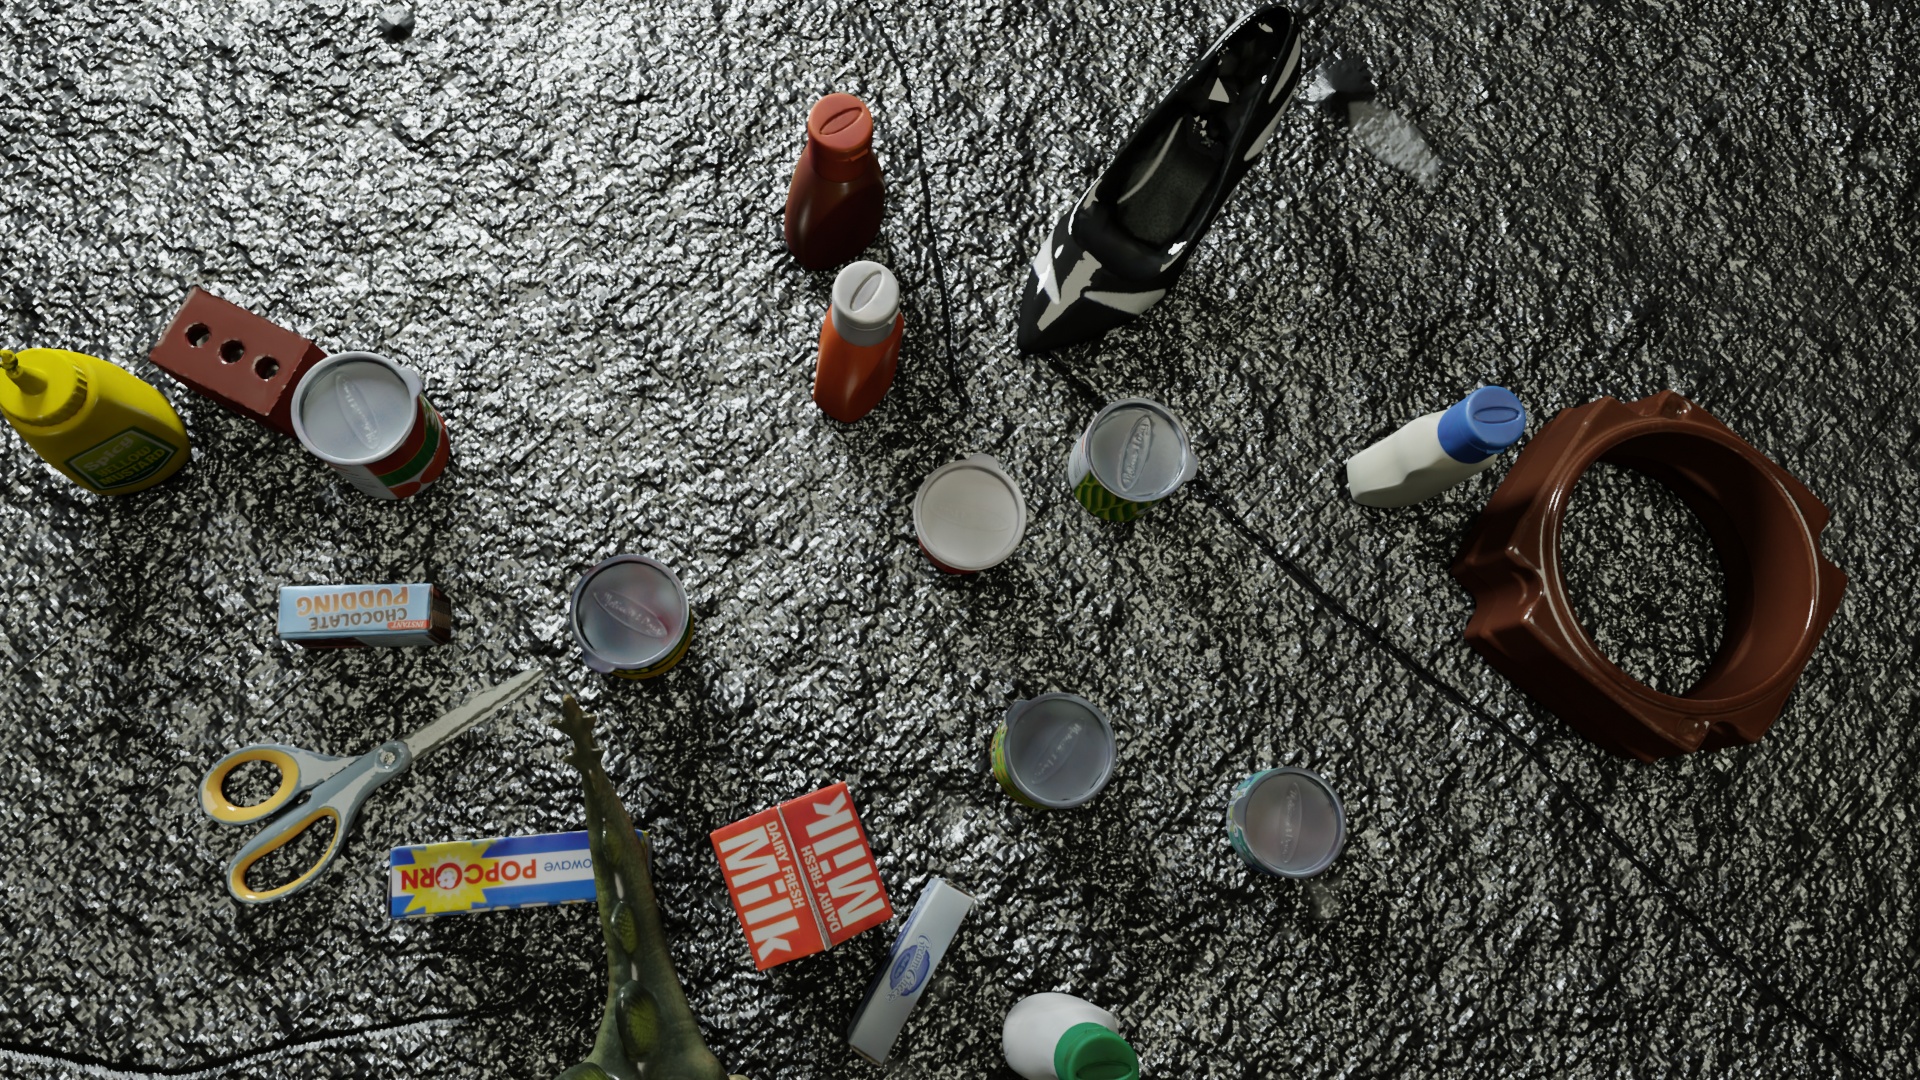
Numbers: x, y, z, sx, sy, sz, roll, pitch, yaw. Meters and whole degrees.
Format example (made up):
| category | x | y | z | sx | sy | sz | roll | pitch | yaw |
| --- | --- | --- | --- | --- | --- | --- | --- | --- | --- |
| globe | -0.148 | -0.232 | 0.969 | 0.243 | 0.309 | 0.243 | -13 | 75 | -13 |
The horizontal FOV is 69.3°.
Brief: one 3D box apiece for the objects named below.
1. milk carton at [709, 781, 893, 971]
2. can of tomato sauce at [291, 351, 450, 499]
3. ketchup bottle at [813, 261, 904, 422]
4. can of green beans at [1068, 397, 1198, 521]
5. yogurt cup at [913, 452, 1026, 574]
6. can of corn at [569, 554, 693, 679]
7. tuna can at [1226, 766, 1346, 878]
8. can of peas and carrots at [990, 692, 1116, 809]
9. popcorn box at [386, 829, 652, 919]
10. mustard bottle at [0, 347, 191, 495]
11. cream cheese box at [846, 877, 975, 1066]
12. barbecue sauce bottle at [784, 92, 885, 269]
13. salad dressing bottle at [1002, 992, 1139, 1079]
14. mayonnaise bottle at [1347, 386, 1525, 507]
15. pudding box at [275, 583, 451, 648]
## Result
| category | x | y | z | sx | sy | sz | roll | pitch | yaw |
| --- | --- | --- | --- | --- | --- | --- | --- | --- | --- |
| milk carton | -0.084 | 0.173 | 0.727 | 0.073 | 0.190 | 0.072 | -20 | 81 | -11 |
| can of tomato sauce | -0.337 | -0.066 | 0.805 | 0.071 | 0.083 | 0.071 | 2 | 77 | -7 |
| ketchup bottle | -0.058 | -0.118 | 0.818 | 0.043 | 0.148 | 0.065 | 33 | 76 | 1 |
| can of green beans | 0.105 | -0.049 | 0.870 | 0.071 | 0.057 | 0.071 | 2 | 77 | -7 |
| yogurt cup | 0.003 | -0.011 | 0.851 | 0.072 | 0.054 | 0.072 | 2 | 77 | -7 |
| can of corn | -0.192 | 0.048 | 0.810 | 0.071 | 0.058 | 0.071 | 2 | 77 | -7 |
| tuna can | 0.195 | 0.171 | 0.845 | 0.071 | 0.032 | 0.071 | 2 | 77 | -7 |
| can of peas and carrots | 0.052 | 0.124 | 0.824 | 0.071 | 0.058 | 0.071 | 2 | 77 | -7 |
| popcorn box | -0.237 | 0.182 | 0.760 | 0.127 | 0.085 | 0.038 | -3 | 78 | -8 |
| mustard bottle | -0.474 | -0.068 | 0.748 | 0.065 | 0.160 | 0.049 | -33 | 84 | -13 |
| cream cheese box | -0.030 | 0.242 | 0.789 | 0.024 | 0.053 | 0.104 | 31 | 76 | 0 |
| barbecue sauce bottle | -0.074 | -0.216 | 0.839 | 0.065 | 0.148 | 0.043 | -34 | 84 | -13 |
| salad dressing bottle | 0.060 | 0.273 | 0.745 | 0.064 | 0.147 | 0.044 | -2 | 78 | -8 |
| mayonnaise bottle | 0.292 | -0.055 | 0.849 | 0.065 | 0.147 | 0.041 | -4 | 79 | -8 |
| pudding box | -0.341 | 0.044 | 0.797 | 0.084 | 0.049 | 0.030 | -2 | 78 | -8 |
